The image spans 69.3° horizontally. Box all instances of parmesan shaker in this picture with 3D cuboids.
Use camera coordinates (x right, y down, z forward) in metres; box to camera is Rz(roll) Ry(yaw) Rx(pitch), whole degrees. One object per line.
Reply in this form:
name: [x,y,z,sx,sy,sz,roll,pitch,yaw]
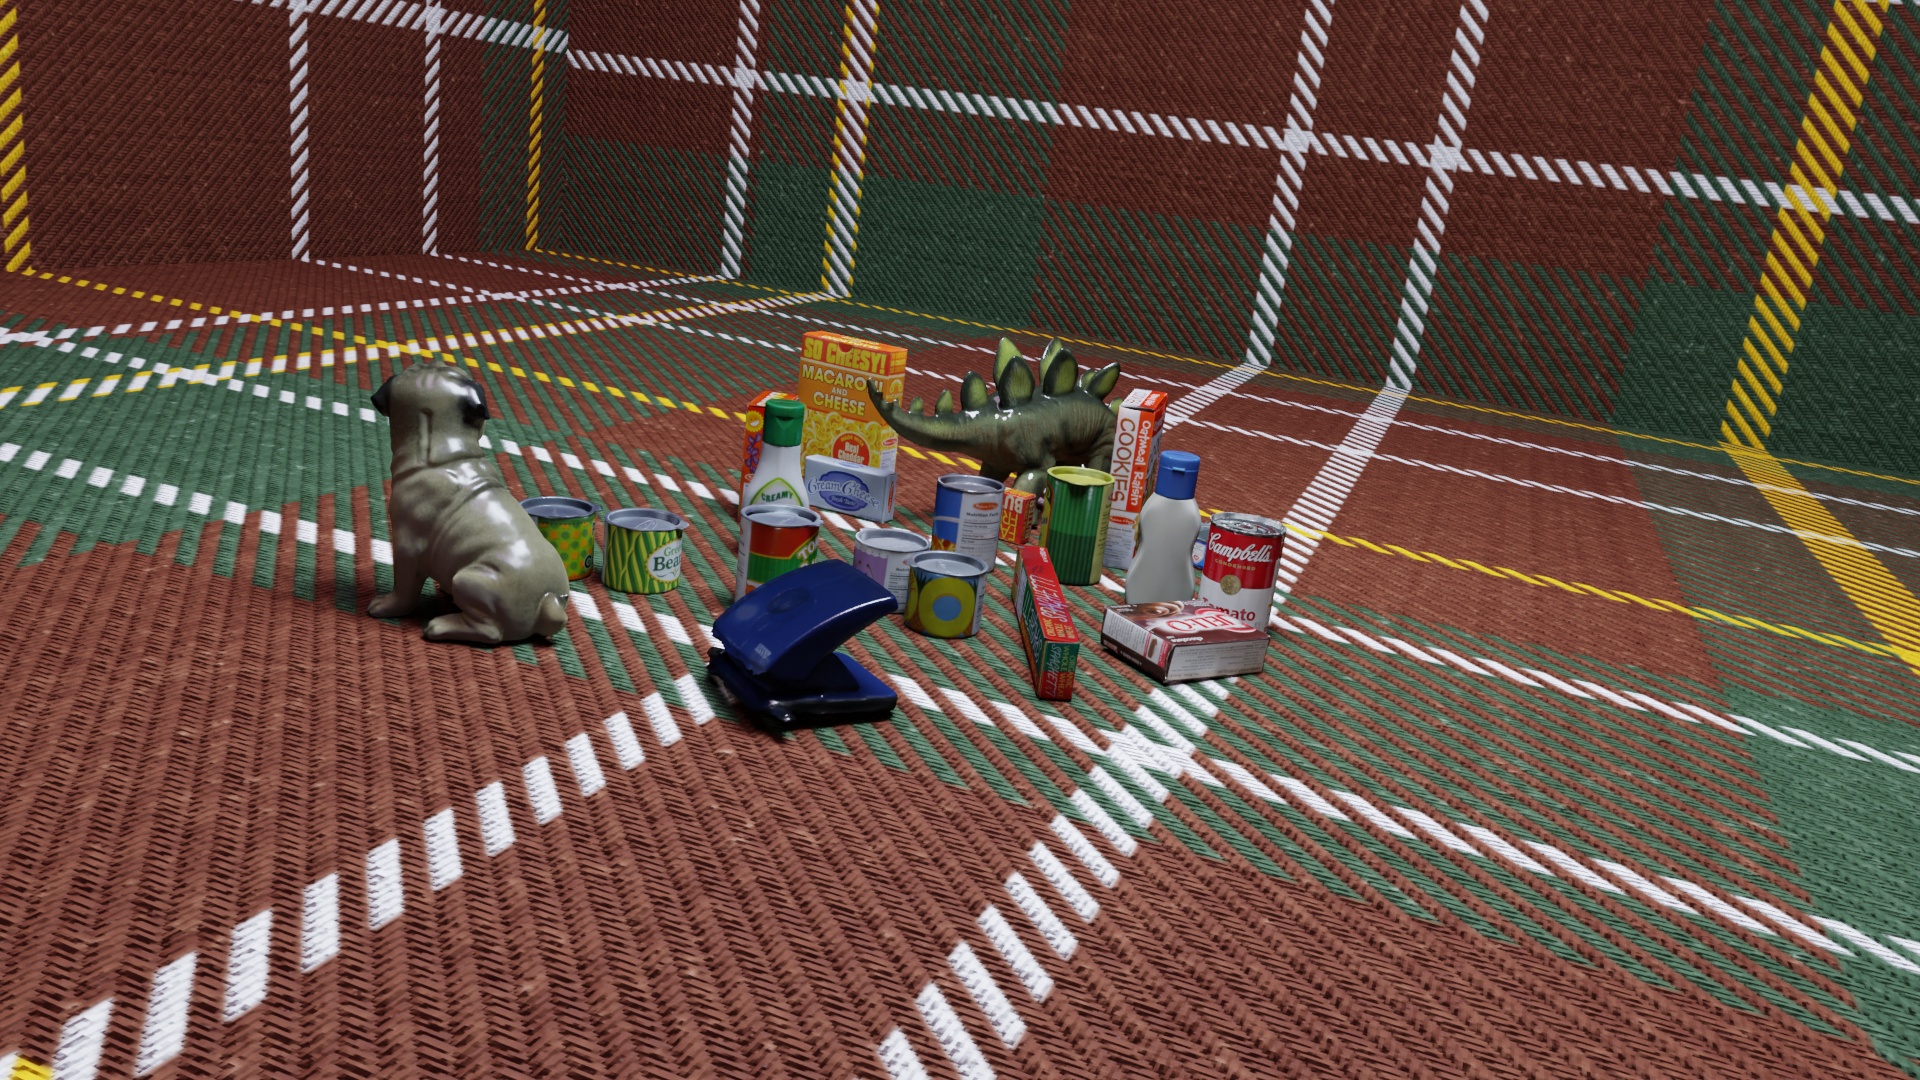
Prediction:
parmesan shaker: [0.110,-0.014,1.344,0.071,0.102,0.071,7,16,-2]

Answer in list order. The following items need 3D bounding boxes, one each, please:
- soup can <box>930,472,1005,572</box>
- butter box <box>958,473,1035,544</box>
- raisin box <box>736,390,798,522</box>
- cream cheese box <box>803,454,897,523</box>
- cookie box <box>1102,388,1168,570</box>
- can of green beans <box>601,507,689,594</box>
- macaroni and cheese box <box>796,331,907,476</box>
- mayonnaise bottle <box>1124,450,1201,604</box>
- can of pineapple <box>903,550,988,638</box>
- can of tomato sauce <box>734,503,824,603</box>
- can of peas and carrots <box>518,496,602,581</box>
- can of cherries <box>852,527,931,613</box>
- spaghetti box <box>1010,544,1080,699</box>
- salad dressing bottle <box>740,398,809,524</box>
soup can: [0.005,-0.017,1.346,0.071,0.083,0.071,7,16,-2]
butter box: [0.029,-0.034,1.470,0.103,0.053,0.024,17,18,31]
raisin box: [-0.197,-0.085,1.425,0.040,0.123,0.086,8,16,3]
cream cheese box: [-0.119,-0.056,1.482,0.104,0.053,0.024,14,17,24]
cookie box: [0.179,-0.066,1.439,0.040,0.167,0.123,10,16,11]
can of green beans: [-0.272,0.009,1.186,0.071,0.057,0.071,7,16,-2]
macaroni and cheese box: [-0.129,-0.146,1.587,0.124,0.166,0.040,15,17,27]
mayonnaise bottle: [0.191,-0.007,1.274,0.065,0.147,0.041,9,16,8]
can of pineapple: [-0.014,0.045,1.170,0.071,0.057,0.071,7,16,-2]
can of tomato sauce: [-0.151,0.018,1.160,0.071,0.082,0.071,7,16,-2]
can of peas and carrots: [-0.345,-0.002,1.190,0.071,0.058,0.071,7,16,-2]
can of cherries: [-0.063,0.025,1.216,0.071,0.058,0.072,7,16,-2]
spaghetti box: [0.068,0.063,1.157,0.029,0.050,0.251,6,16,-4]
salad dressing bottle: [-0.170,-0.057,1.294,0.064,0.147,0.044,4,16,-11]
